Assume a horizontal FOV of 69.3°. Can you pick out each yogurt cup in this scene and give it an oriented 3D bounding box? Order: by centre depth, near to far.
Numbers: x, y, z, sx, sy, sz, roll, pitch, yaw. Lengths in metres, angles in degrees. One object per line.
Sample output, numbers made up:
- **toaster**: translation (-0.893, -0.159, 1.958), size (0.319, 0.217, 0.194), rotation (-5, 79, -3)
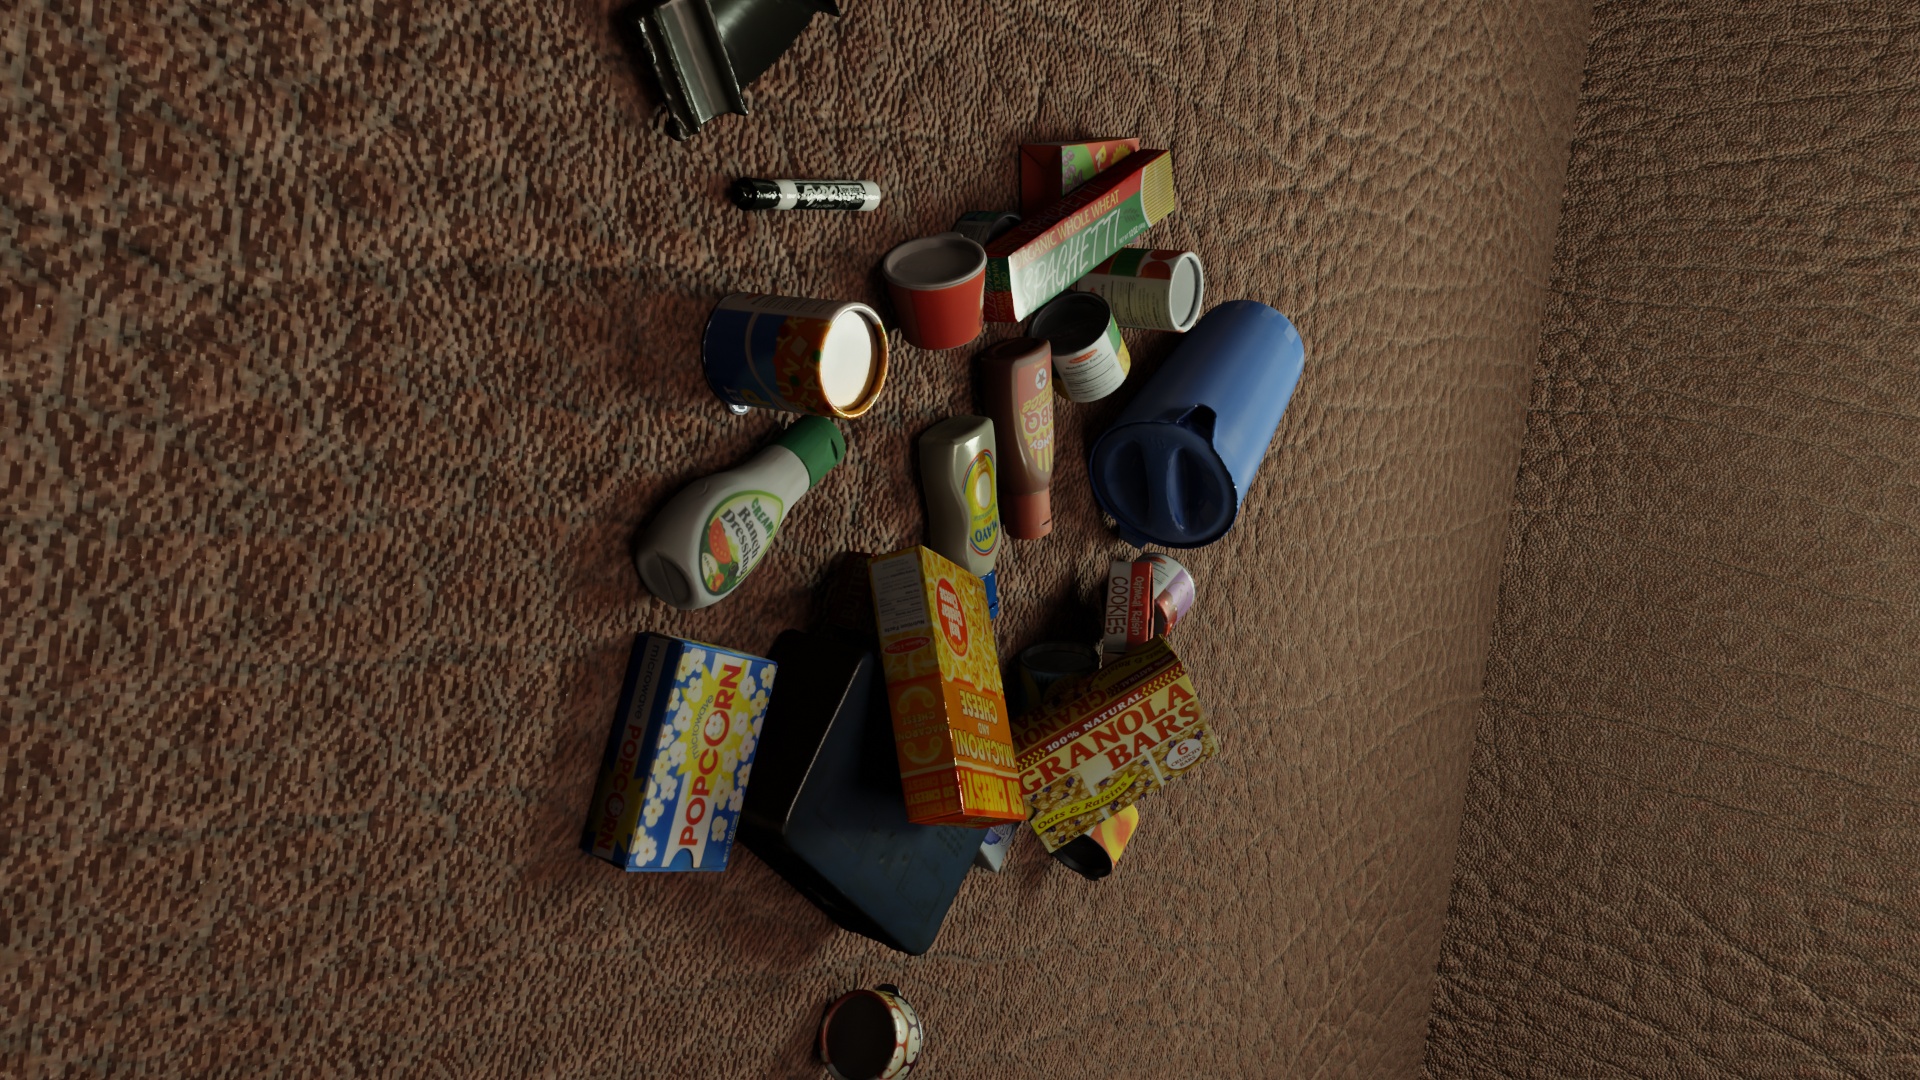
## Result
- **yogurt cup**: translation (-0.015, -0.161, 0.911), size (0.073, 0.072, 0.053), rotation (-49, 144, -40)

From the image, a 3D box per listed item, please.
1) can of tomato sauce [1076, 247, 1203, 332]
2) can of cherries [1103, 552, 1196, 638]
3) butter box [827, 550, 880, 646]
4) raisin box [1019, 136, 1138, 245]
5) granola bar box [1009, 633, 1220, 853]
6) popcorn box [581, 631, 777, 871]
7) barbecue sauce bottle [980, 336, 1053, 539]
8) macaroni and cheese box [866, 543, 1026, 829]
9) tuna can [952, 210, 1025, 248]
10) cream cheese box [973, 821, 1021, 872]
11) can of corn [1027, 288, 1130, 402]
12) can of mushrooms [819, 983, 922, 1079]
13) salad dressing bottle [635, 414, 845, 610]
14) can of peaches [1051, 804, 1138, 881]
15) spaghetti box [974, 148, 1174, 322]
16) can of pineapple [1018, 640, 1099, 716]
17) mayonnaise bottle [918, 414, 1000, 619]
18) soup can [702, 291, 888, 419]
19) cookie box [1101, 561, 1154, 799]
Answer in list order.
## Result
- **can of tomato sauce**: translation (0.148, -0.206, 1.133), size (0.071, 0.083, 0.071), rotation (-23, 118, -53)
- **can of cherries**: translation (0.172, 0.056, 1.257), size (0.059, 0.071, 0.071), rotation (-45, 134, -42)
- **butter box**: translation (-0.047, 0.046, 0.951), size (0.103, 0.024, 0.053), rotation (32, 71, -56)
- **raisin box**: translation (0.093, -0.265, 1.074), size (0.124, 0.040, 0.085), rotation (-26, 119, -51)
- **granola bar box**: translation (0.113, 0.163, 1.099), size (0.165, 0.039, 0.123), rotation (-31, 130, -2)
- **popcorn box**: translation (-0.157, 0.120, 0.787), size (0.085, 0.038, 0.127), rotation (23, 78, -58)
- **barbecue sauce bottle**: translation (0.046, -0.075, 1.047), size (0.065, 0.043, 0.148), rotation (-35, 127, -49)
- **macaroni and cheese box**: translation (-0.008, 0.098, 0.887), size (0.123, 0.040, 0.167), rotation (33, 45, -66)
- **tuna can**: translation (0.023, -0.200, 0.985), size (0.071, 0.033, 0.071), rotation (-22, 117, -53)
- **cream cheese box**: translation (0.014, 0.214, 1.094), size (0.053, 0.024, 0.103), rotation (-60, 143, -27)
- **can of corn**: translation (0.093, -0.152, 1.081), size (0.071, 0.071, 0.058), rotation (-63, 145, -25)
- **can of mushrooms**: translation (-0.063, 0.346, 0.970), size (0.033, 0.071, 0.071), rotation (34, 70, -54)
- **salad dressing bottle**: translation (-0.122, -0.021, 0.798), size (0.148, 0.044, 0.064), rotation (-49, 139, -40)
- **can of peaches**: translation (0.117, 0.256, 1.227), size (0.058, 0.071, 0.071), rotation (-53, 139, -37)
- **spaghetti box**: translation (0.089, -0.226, 1.013), size (0.251, 0.028, 0.050), rotation (-42, 131, -44)
- **can of pineapple**: translation (0.081, 0.121, 1.131), size (0.071, 0.071, 0.057), rotation (-26, 120, -52)
- **mayonnaise bottle**: translation (0.004, -0.013, 0.999), size (0.065, 0.041, 0.147), rotation (-37, 127, -50)
- **soup can**: translation (-0.092, -0.102, 0.785), size (0.071, 0.084, 0.071), rotation (-23, 118, -53)
- **cookie box**: translation (0.143, 0.119, 1.191), size (0.123, 0.040, 0.166), rotation (-78, 167, -53)
